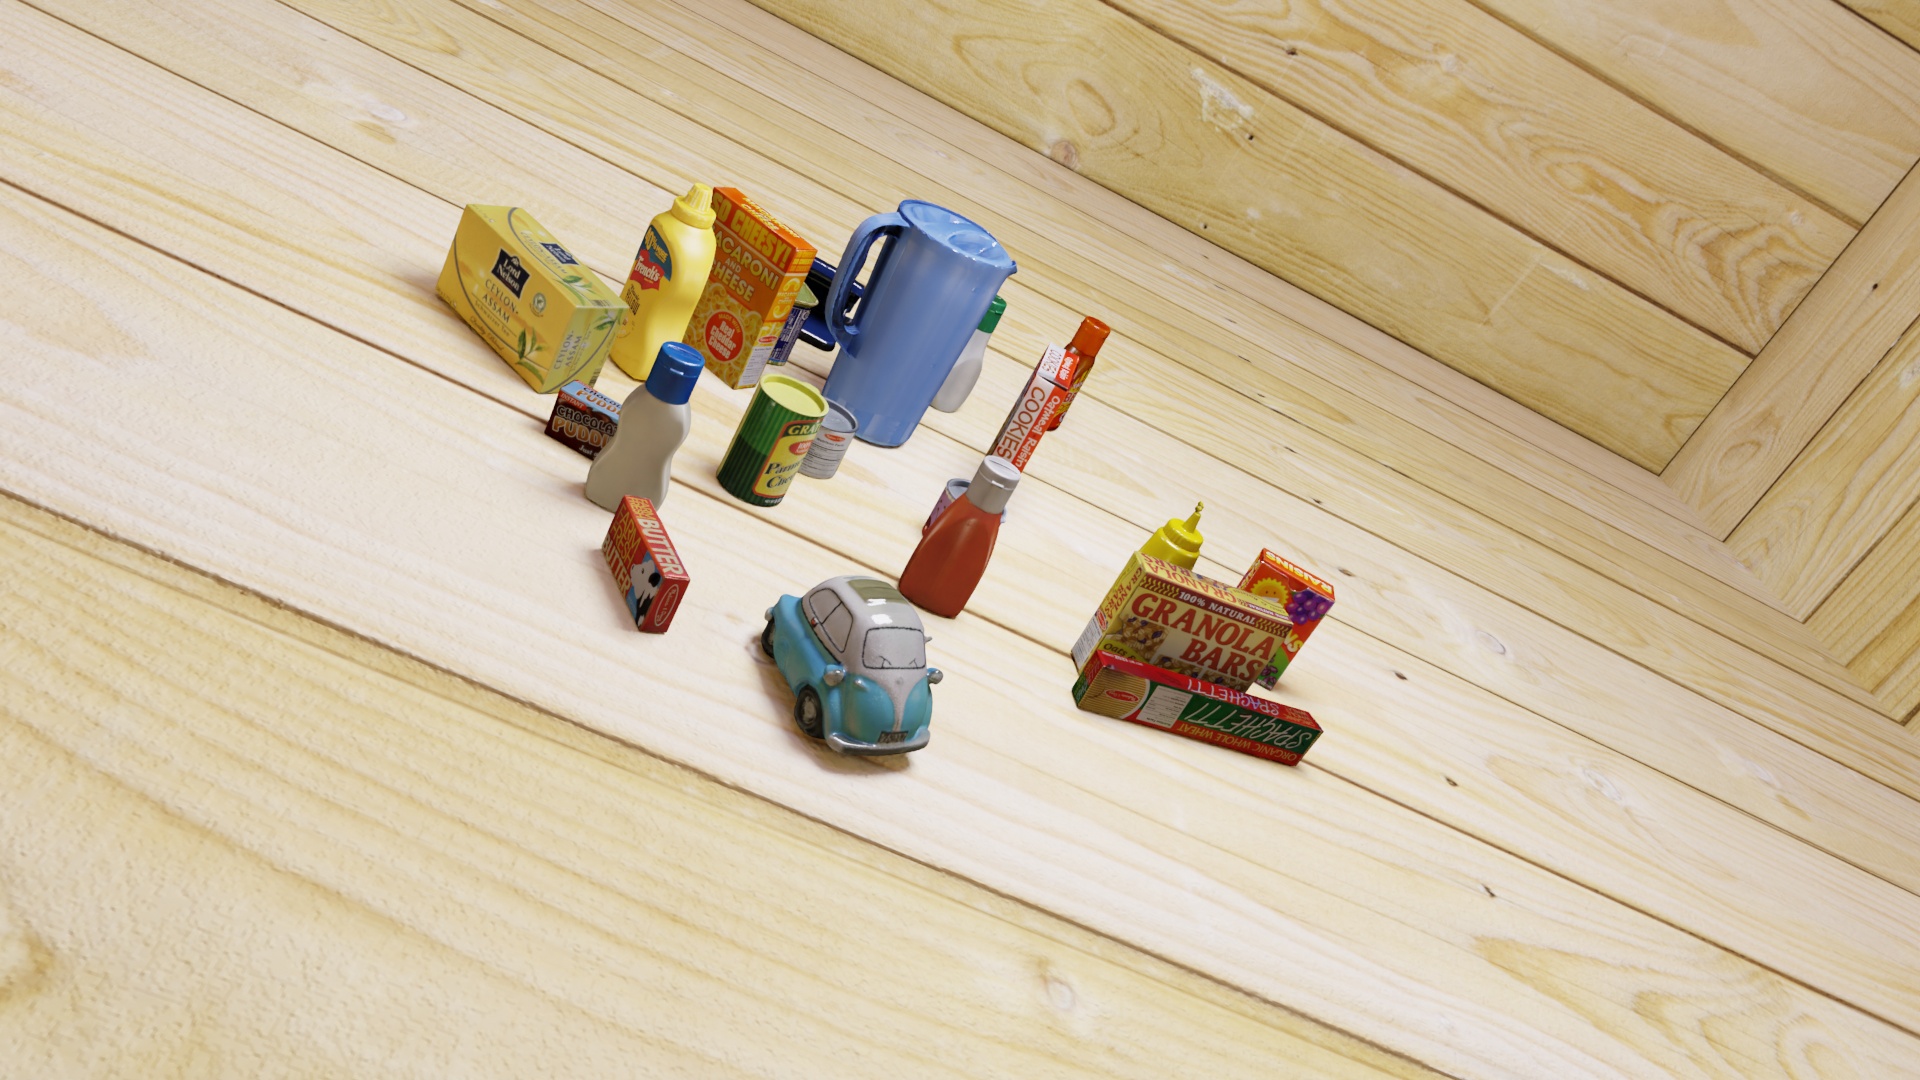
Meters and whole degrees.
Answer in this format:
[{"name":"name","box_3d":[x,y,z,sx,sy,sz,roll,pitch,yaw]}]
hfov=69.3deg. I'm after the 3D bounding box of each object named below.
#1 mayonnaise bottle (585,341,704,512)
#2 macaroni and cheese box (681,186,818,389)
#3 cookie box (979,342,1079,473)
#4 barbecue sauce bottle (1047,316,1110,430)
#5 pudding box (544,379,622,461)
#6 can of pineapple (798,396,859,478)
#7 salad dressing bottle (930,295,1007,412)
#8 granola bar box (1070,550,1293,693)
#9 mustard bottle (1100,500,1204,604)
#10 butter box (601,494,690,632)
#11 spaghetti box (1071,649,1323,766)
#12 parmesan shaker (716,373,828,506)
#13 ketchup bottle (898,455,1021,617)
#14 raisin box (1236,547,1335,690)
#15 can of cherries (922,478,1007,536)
[{"name":"mayonnaise bottle","box_3d":[-0.248,-0.088,1.113,0.065,0.147,0.041,23,26,-14]},{"name":"macaroni and cheese box","box_3d":[-0.231,-0.258,1.422,0.124,0.165,0.040,39,26,19]},{"name":"cookie box","box_3d":[0.066,-0.117,1.472,0.040,0.166,0.123,29,25,-3]},{"name":"barbecue sauce bottle","box_3d":[0.136,-0.209,1.736,0.044,0.148,0.065,36,26,14]},{"name":"pudding box","box_3d":[-0.305,-0.095,1.180,0.084,0.049,0.030,30,25,0]},{"name":"can of pineapple","box_3d":[-0.141,-0.103,1.356,0.071,0.057,0.071,24,26,-12]},{"name":"salad dressing bottle","box_3d":[0.006,-0.221,1.624,0.064,0.147,0.044,2,37,-45]},{"name":"granola bar box","box_3d":[0.204,0.091,1.283,0.165,0.123,0.039,19,27,-21]},{"name":"mustard bottle","box_3d":[0.193,0.029,1.345,0.065,0.159,0.049,-1,39,-48]},{"name":"butter box","box_3d":[-0.237,0.016,1.042,0.024,0.053,0.104,8,33,-39]},{"name":"spaghetti box","box_3d":[0.219,0.155,1.267,0.250,0.050,0.029,18,28,-24]},{"name":"parmesan shaker","box_3d":[-0.168,-0.090,1.251,0.071,0.102,0.071,24,26,-12]},{"name":"ketchup bottle","box_3d":[0.004,-0.005,1.221,0.065,0.148,0.044,25,25,-9]},{"name":"raisin box","box_3d":[0.313,0.080,1.418,0.086,0.123,0.040,30,25,0]},{"name":"can of cherries","box_3d":[0.005,-0.017,1.350,0.071,0.058,0.072,24,26,-12]}]
